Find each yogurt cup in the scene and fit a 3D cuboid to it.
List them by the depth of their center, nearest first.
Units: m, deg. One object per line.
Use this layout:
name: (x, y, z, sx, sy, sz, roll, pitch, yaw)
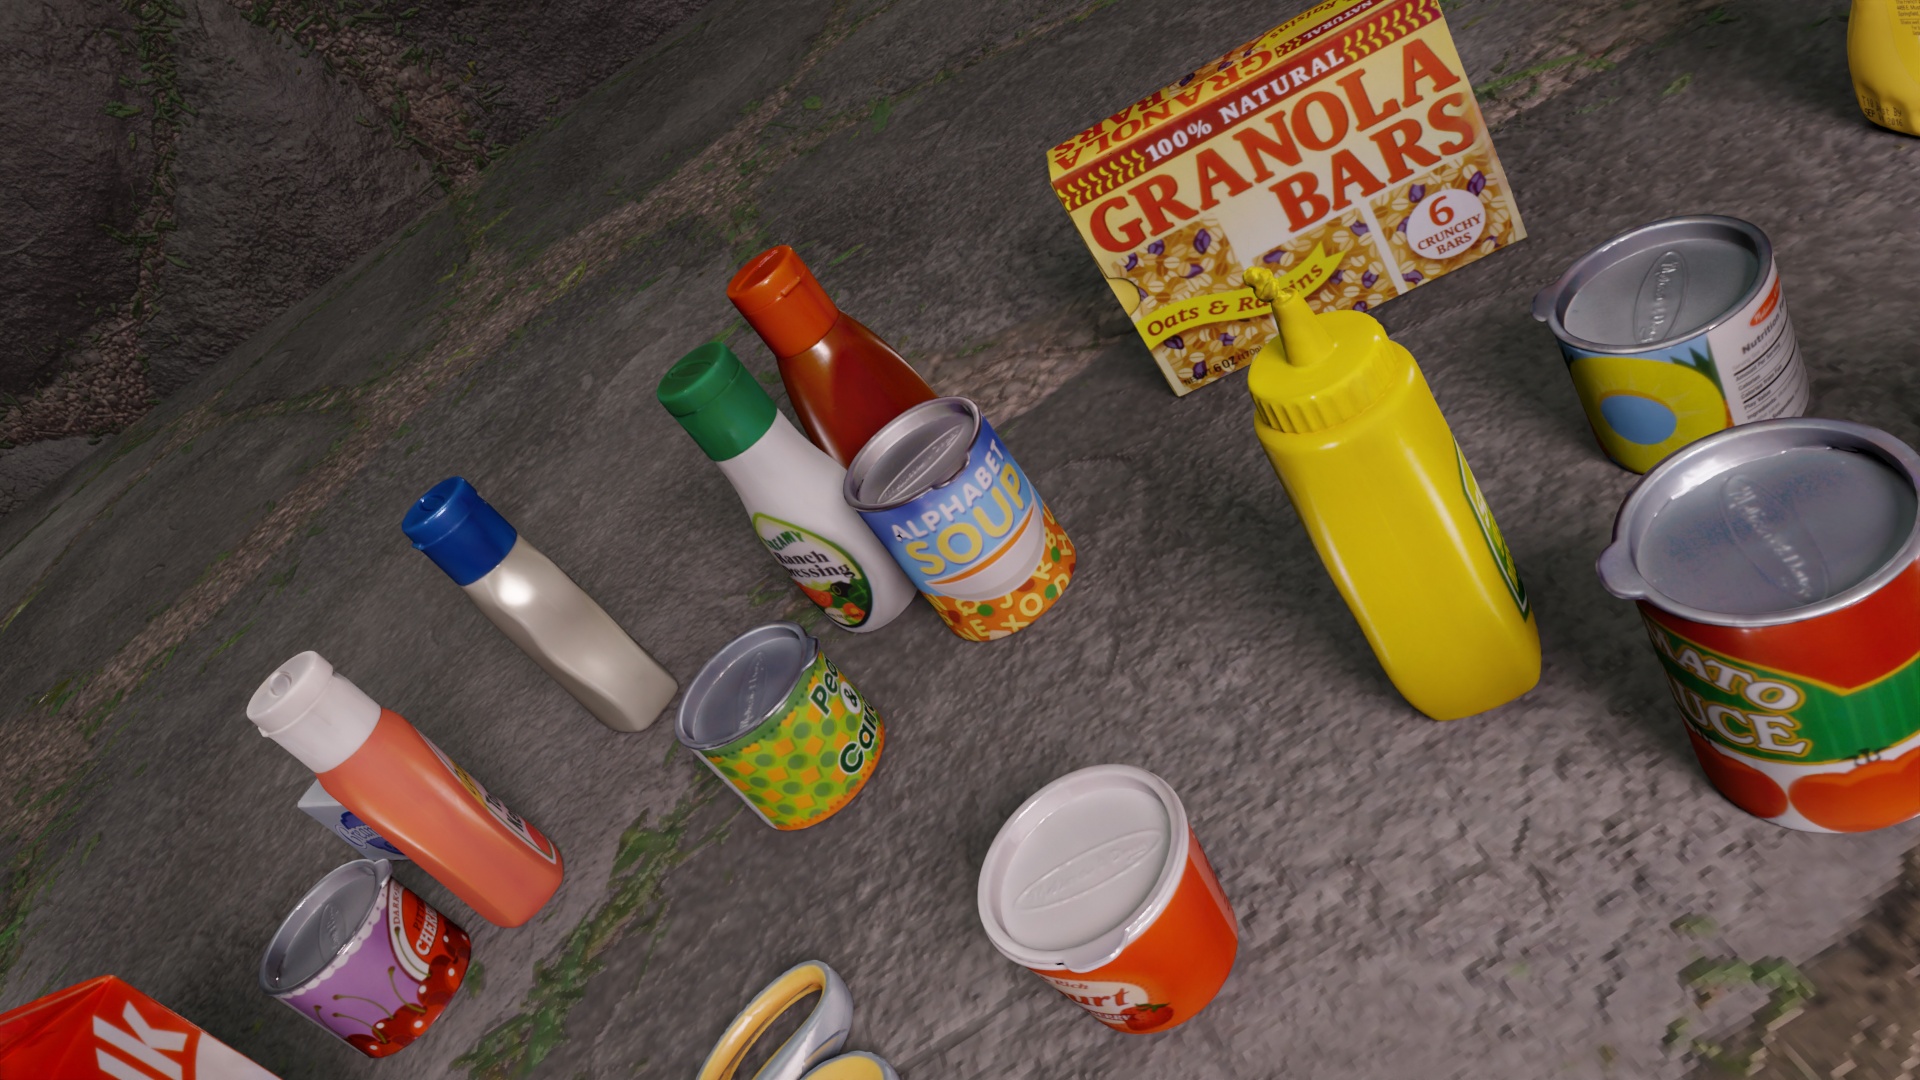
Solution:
yogurt cup: (0.047, 0.109, 0.413, 0.072, 0.053, 0.073, -26, 33, 18)

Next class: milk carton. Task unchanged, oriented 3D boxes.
milk carton: (-0.281, 0.214, 0.468, 0.072, 0.190, 0.074, -26, 33, 19)

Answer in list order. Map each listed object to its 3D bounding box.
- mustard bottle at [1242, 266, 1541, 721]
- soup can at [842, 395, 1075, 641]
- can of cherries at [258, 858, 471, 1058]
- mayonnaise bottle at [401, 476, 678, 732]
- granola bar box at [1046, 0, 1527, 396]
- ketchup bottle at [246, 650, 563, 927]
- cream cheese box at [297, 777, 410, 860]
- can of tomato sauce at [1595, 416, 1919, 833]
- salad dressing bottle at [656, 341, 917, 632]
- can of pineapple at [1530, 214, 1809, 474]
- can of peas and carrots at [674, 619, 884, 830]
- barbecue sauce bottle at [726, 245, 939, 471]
mustard bottle: (0.121, -0.016, 0.402, 0.048, 0.159, 0.066, -24, 33, 20)
soup can: (0.002, -0.007, 0.581, 0.071, 0.083, 0.072, -26, 33, 18)
can of cherries: (-0.260, 0.183, 0.614, 0.071, 0.058, 0.072, -26, 33, 18)
mayonnaise bottle: (-0.202, 0.032, 0.669, 0.065, 0.147, 0.041, 10, 54, 50)
granola bar box: (0.138, -0.148, 0.593, 0.165, 0.124, 0.039, -24, 33, 20)
ketchup bottle: (-0.241, 0.109, 0.606, 0.044, 0.148, 0.065, -48, 33, -17)
cream cheese box: (-0.284, 0.138, 0.702, 0.103, 0.053, 0.024, -11, 40, 36)
can of tomato sauce: (0.205, 0.023, 0.341, 0.071, 0.083, 0.071, -26, 33, 18)
salad dressing bottle: (-0.075, -0.022, 0.615, 0.064, 0.147, 0.044, -2, 46, 44)
can of pineapple: (0.232, -0.063, 0.452, 0.071, 0.057, 0.071, -26, 33, 18)
can of peas and carrots: (-0.071, 0.075, 0.570, 0.071, 0.058, 0.071, -26, 33, 18)
barbecue sauce bottle: (-0.051, -0.070, 0.655, 0.065, 0.148, 0.043, -49, 33, -19)
